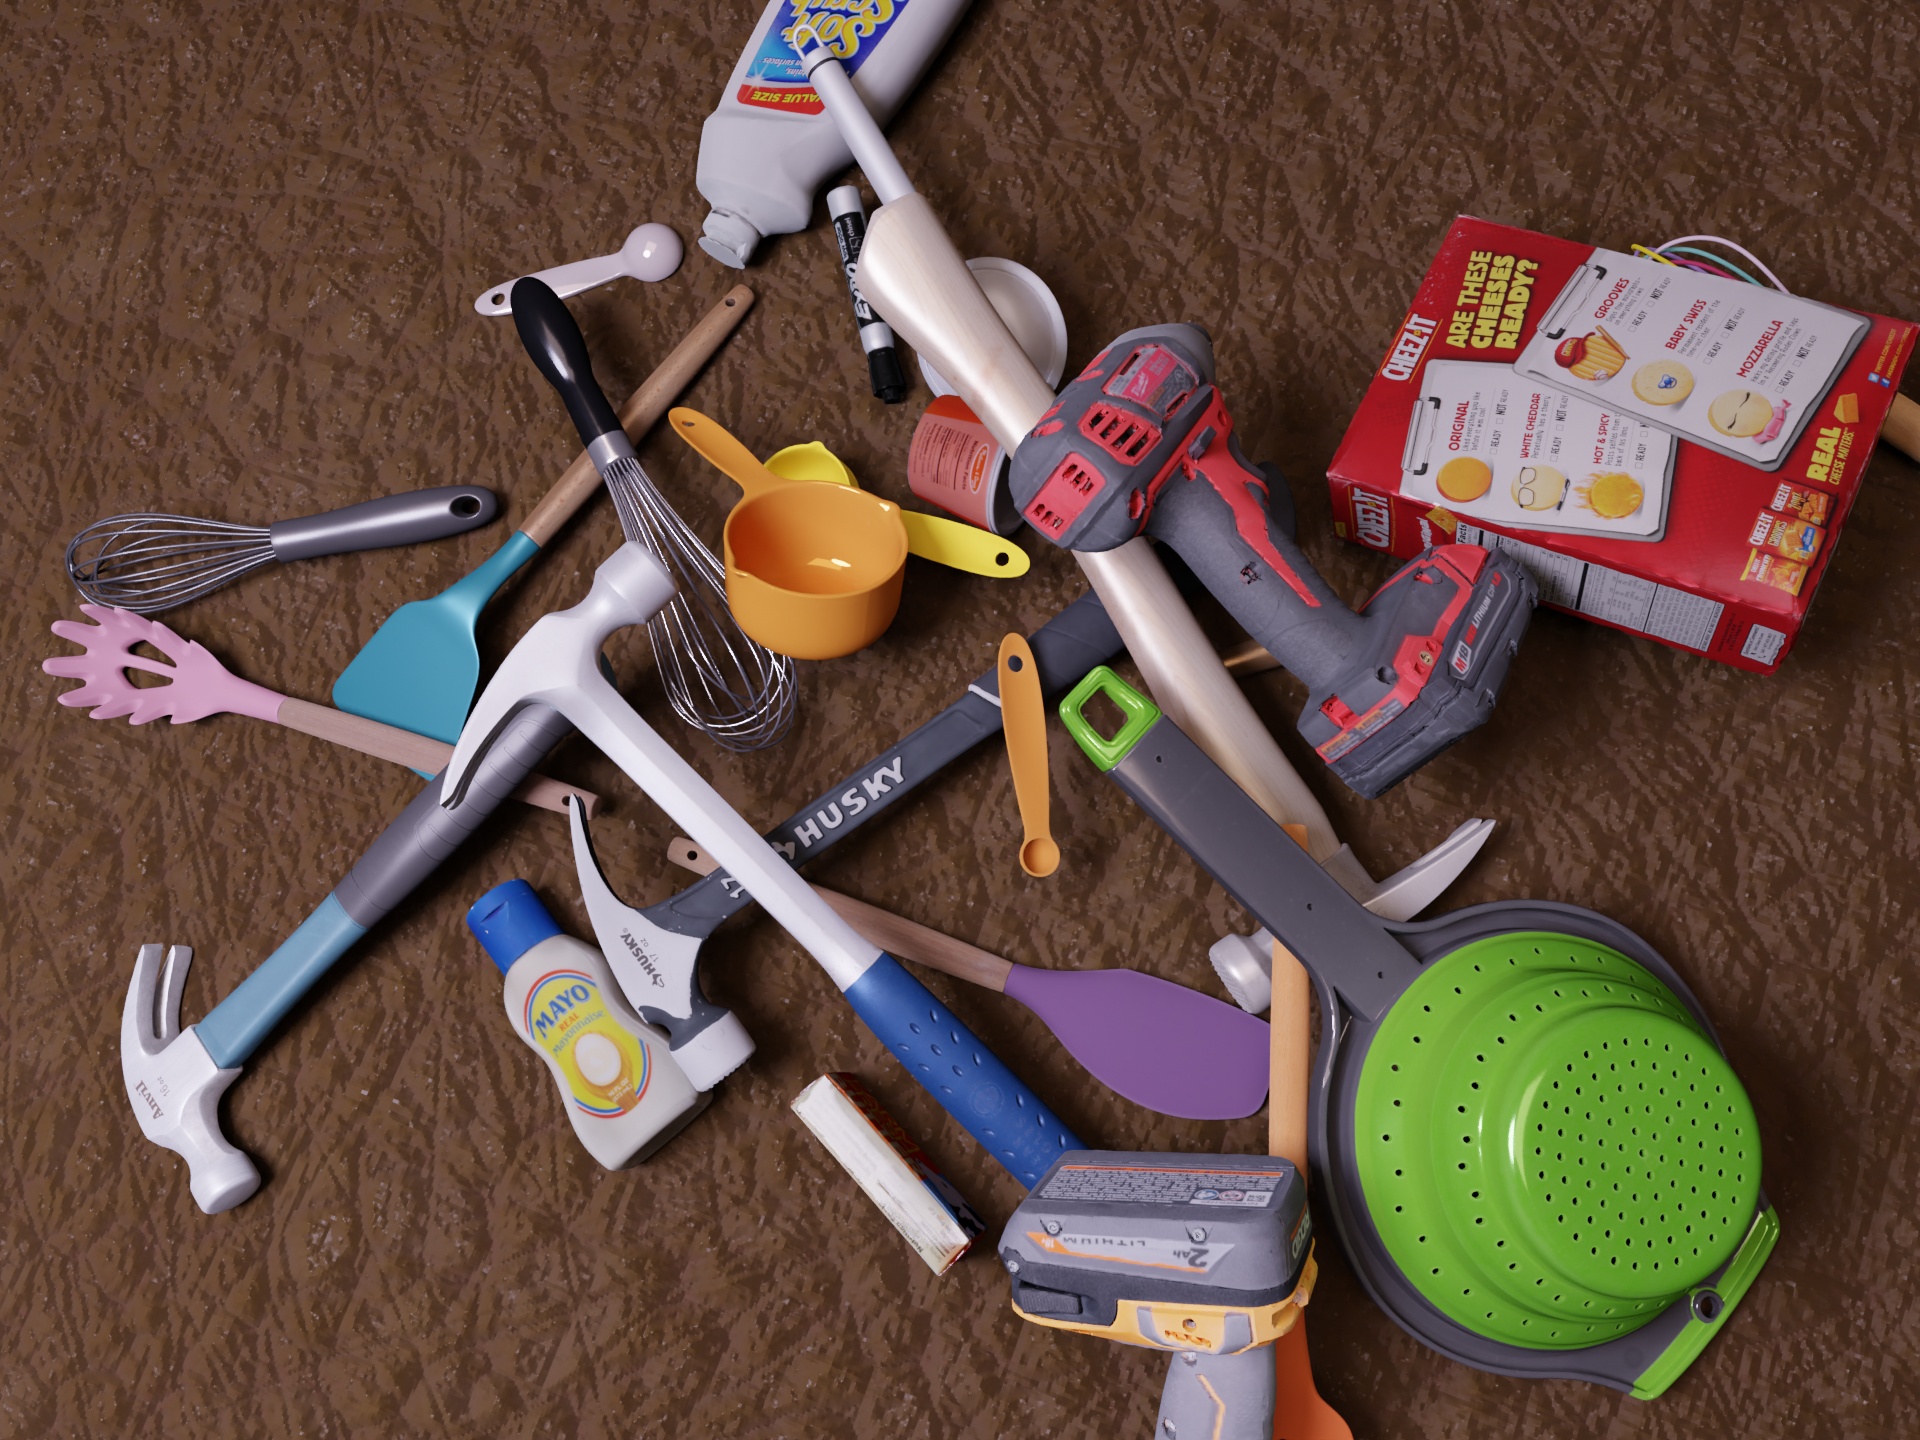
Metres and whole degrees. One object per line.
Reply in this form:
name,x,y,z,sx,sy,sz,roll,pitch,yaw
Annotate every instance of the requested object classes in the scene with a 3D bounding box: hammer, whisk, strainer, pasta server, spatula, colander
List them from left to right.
whisk,-0.369,-0.100,0.864,0.239,0.055,0.055,-10,75,0
pasta server,-0.334,0.002,0.831,0.316,0.040,0.060,16,93,12
hammer,-0.291,0.085,0.789,0.331,0.033,0.128,-45,71,4
spatula,-0.214,-0.114,0.859,0.082,0.044,0.317,36,78,12
whisk,-0.165,-0.109,0.816,0.070,0.070,0.285,-29,81,-1
hammer,-0.056,0.110,0.718,0.405,0.035,0.144,45,80,-1
strainer,-0.023,-0.254,0.830,0.087,0.050,0.258,-33,85,31
hammer,-0.001,-0.002,0.774,0.409,0.036,0.149,-36,89,-9
spatula,-0.001,0.119,0.775,0.316,0.018,0.060,20,83,11
hammer,0.087,-0.073,0.749,0.146,0.038,0.410,-32,90,-4
spatula,0.145,0.208,0.707,0.081,0.041,0.323,1,81,9
colander,0.198,0.118,0.660,0.397,0.094,0.204,44,77,1
whisk,0.431,-0.163,0.779,0.245,0.047,0.051,38,82,11

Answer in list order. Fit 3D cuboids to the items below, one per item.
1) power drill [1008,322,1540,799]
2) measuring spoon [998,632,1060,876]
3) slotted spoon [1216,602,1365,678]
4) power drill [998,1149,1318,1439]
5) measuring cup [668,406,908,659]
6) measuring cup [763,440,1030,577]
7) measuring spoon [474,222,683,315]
power drill,0.137,-0.083,0.696,0.219,0.078,0.143,39,50,-2
measuring spoon,0.031,0.016,0.754,0.021,0.011,0.117,-4,82,-17
slotted spoon,0.258,-0.068,0.785,0.314,0.031,0.070,-17,69,5
power drill,0.069,0.300,0.662,0.185,0.084,0.226,-5,95,22
measuring cup,-0.096,-0.095,0.791,0.095,0.052,0.174,-26,52,-30
measuring cup,-0.034,-0.098,0.820,0.156,0.029,0.062,19,90,16
measuring spoon,-0.217,-0.253,0.895,0.124,0.018,0.034,-16,75,4
